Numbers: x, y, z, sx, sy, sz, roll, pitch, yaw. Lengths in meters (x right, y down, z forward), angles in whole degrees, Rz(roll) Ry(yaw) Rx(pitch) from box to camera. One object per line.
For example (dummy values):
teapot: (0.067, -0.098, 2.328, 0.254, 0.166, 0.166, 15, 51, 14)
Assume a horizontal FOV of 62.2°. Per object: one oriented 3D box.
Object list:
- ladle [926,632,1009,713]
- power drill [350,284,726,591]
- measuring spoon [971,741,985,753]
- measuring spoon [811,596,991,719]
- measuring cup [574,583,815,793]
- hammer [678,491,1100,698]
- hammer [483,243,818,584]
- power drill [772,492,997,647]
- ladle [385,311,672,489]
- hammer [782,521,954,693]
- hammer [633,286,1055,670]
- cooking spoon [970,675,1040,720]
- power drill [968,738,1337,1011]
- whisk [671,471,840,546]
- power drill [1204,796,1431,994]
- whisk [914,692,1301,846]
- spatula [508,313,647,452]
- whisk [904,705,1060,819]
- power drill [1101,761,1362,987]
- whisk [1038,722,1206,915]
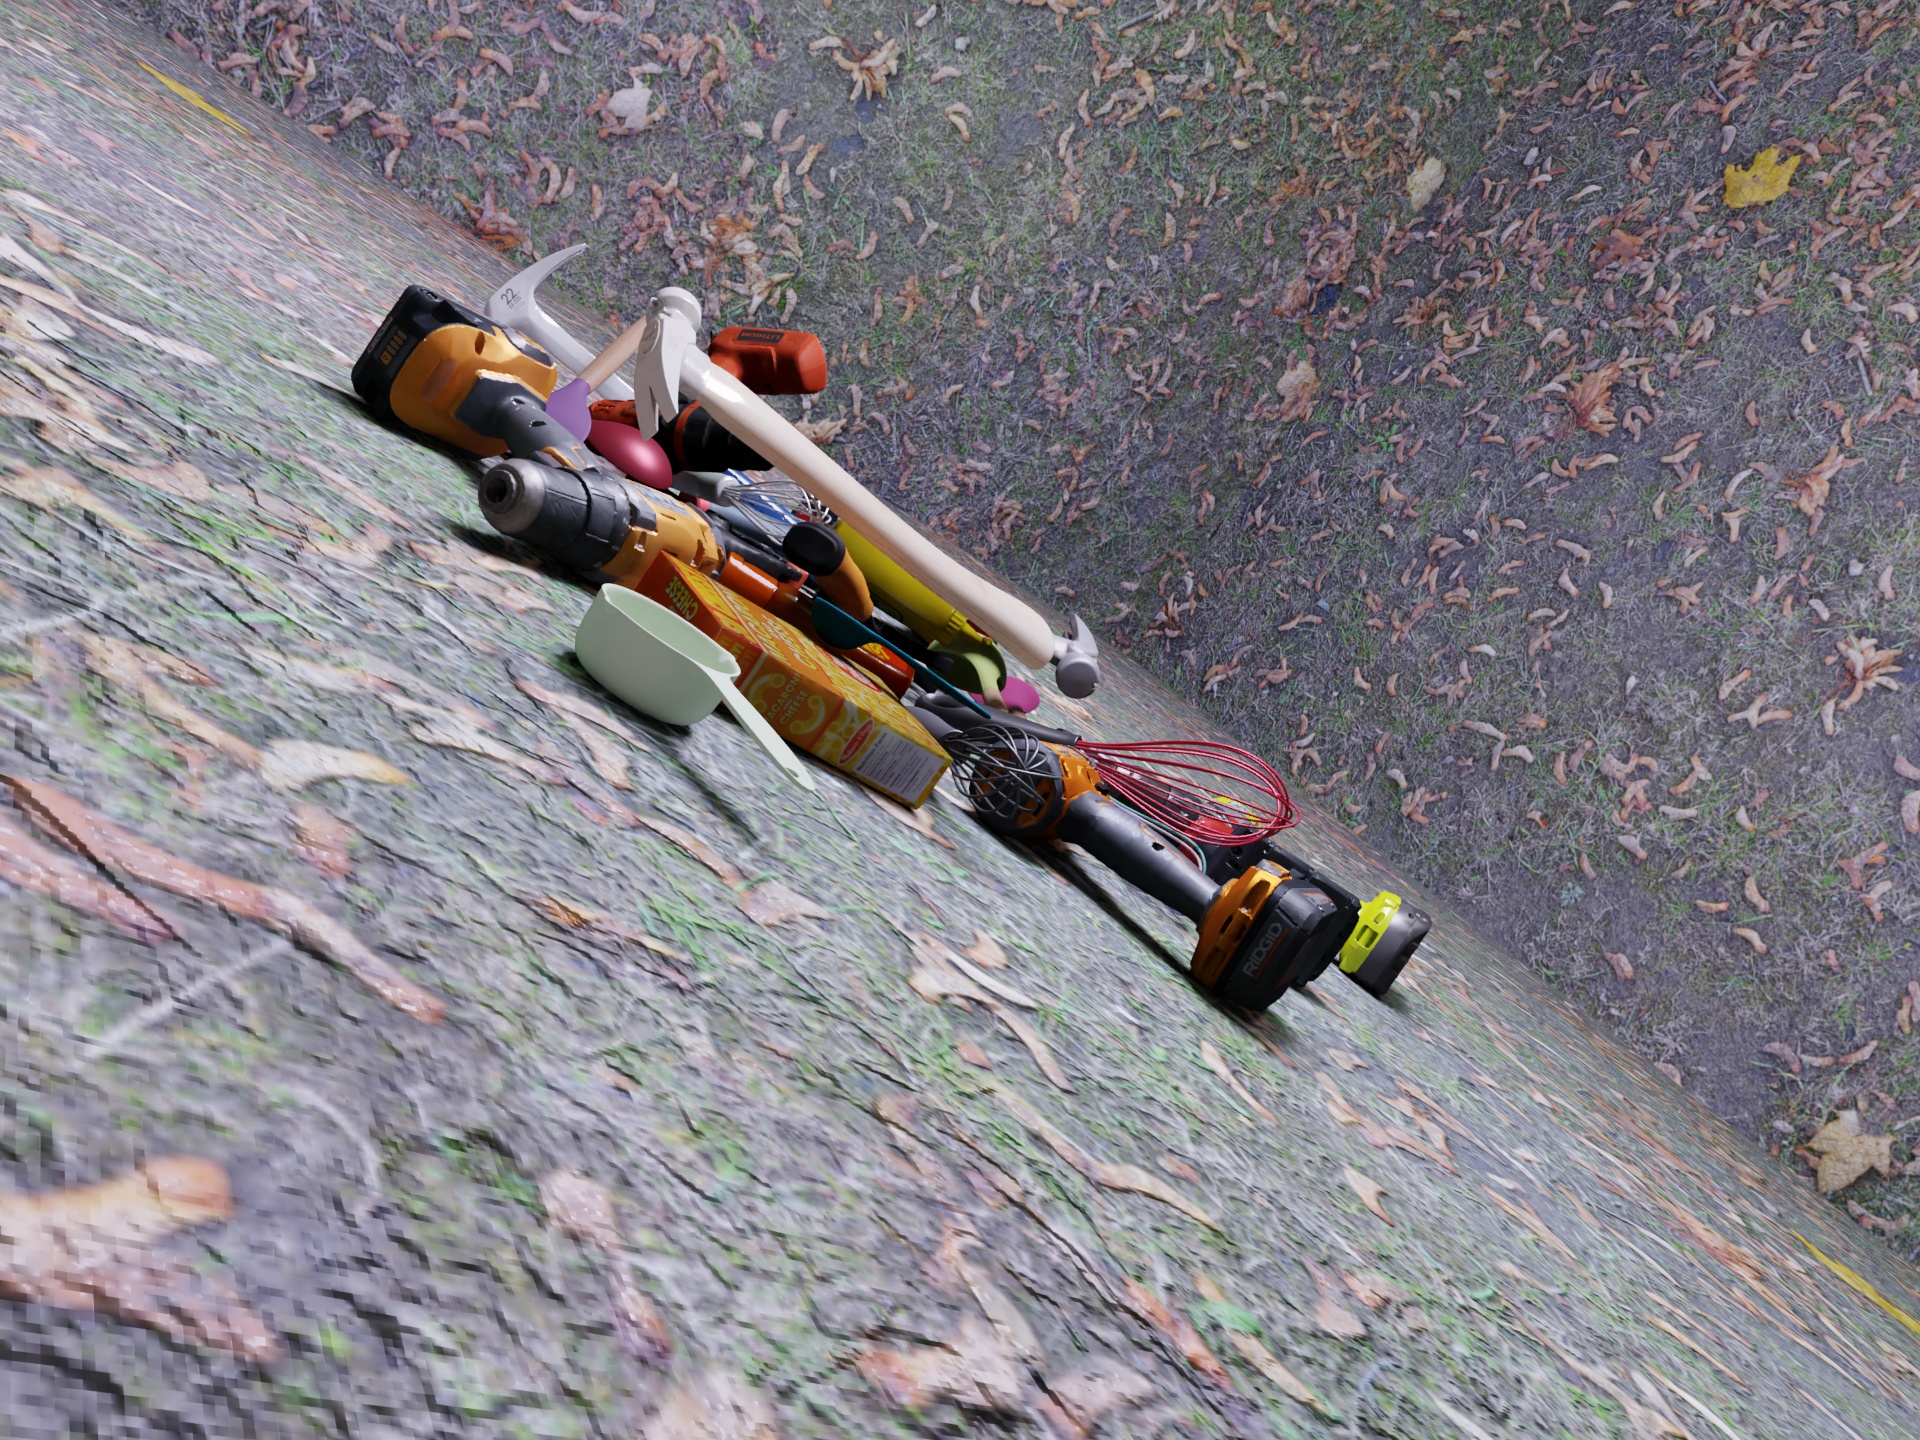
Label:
ladle: (0.022, -0.001, 1.312, 0.078, 0.062, 0.320, 30, 16, -19)
power drill: (-0.260, -0.161, 0.932, 0.226, 0.084, 0.185, 43, 12, 20)
measuring spoon: (-0.002, -0.004, 1.261, 0.034, 0.018, 0.124, 35, 7, -20)
measuring spoon: (-0.039, -0.031, 0.958, 0.128, 0.021, 0.042, 34, -2, 6)
measuring cup: (-0.120, -0.004, 0.723, 0.083, 0.038, 0.168, 25, 14, -50)
hammer: (-0.061, -0.126, 1.384, 0.386, 0.038, 0.143, 22, 20, -10)
hammer: (-0.235, -0.240, 1.387, 0.405, 0.144, 0.035, 40, -5, -16)
power drill: (-0.070, -0.132, 1.550, 0.219, 0.078, 0.143, 34, 8, -30)
ladle: (-0.341, -0.257, 1.235, 0.316, 0.031, 0.069, 30, 14, 24)
hammer: (-0.074, -0.085, 1.153, 0.127, 0.034, 0.337, 33, -3, 6)
hammer: (-0.070, -0.146, 1.165, 0.410, 0.038, 0.146, 36, 32, -34)
cooking spoon: (0.052, 0.002, 1.400, 0.068, 0.017, 0.319, 6, 17, -7)
power drill: (0.125, 0.089, 1.028, 0.227, 0.084, 0.164, 33, 7, 18)
whisk: (-0.179, -0.177, 1.252, 0.246, 0.059, 0.057, 24, -45, 44)
power drill: (0.311, 0.147, 1.460, 0.228, 0.080, 0.190, 34, 8, 13)
whisk: (0.101, 0.027, 1.147, 0.296, 0.073, 0.073, 17, 2, 18)
spatula: (-0.280, -0.264, 1.221, 0.060, 0.018, 0.316, 18, 33, -1)
whisk: (-0.001, 0.016, 0.973, 0.055, 0.055, 0.239, 32, -3, -21)
power drill: (0.204, 0.108, 1.257, 0.188, 0.080, 0.227, 34, 5, -9)
whisk: (0.111, 0.064, 1.188, 0.047, 0.051, 0.245, 21, 18, -35)
